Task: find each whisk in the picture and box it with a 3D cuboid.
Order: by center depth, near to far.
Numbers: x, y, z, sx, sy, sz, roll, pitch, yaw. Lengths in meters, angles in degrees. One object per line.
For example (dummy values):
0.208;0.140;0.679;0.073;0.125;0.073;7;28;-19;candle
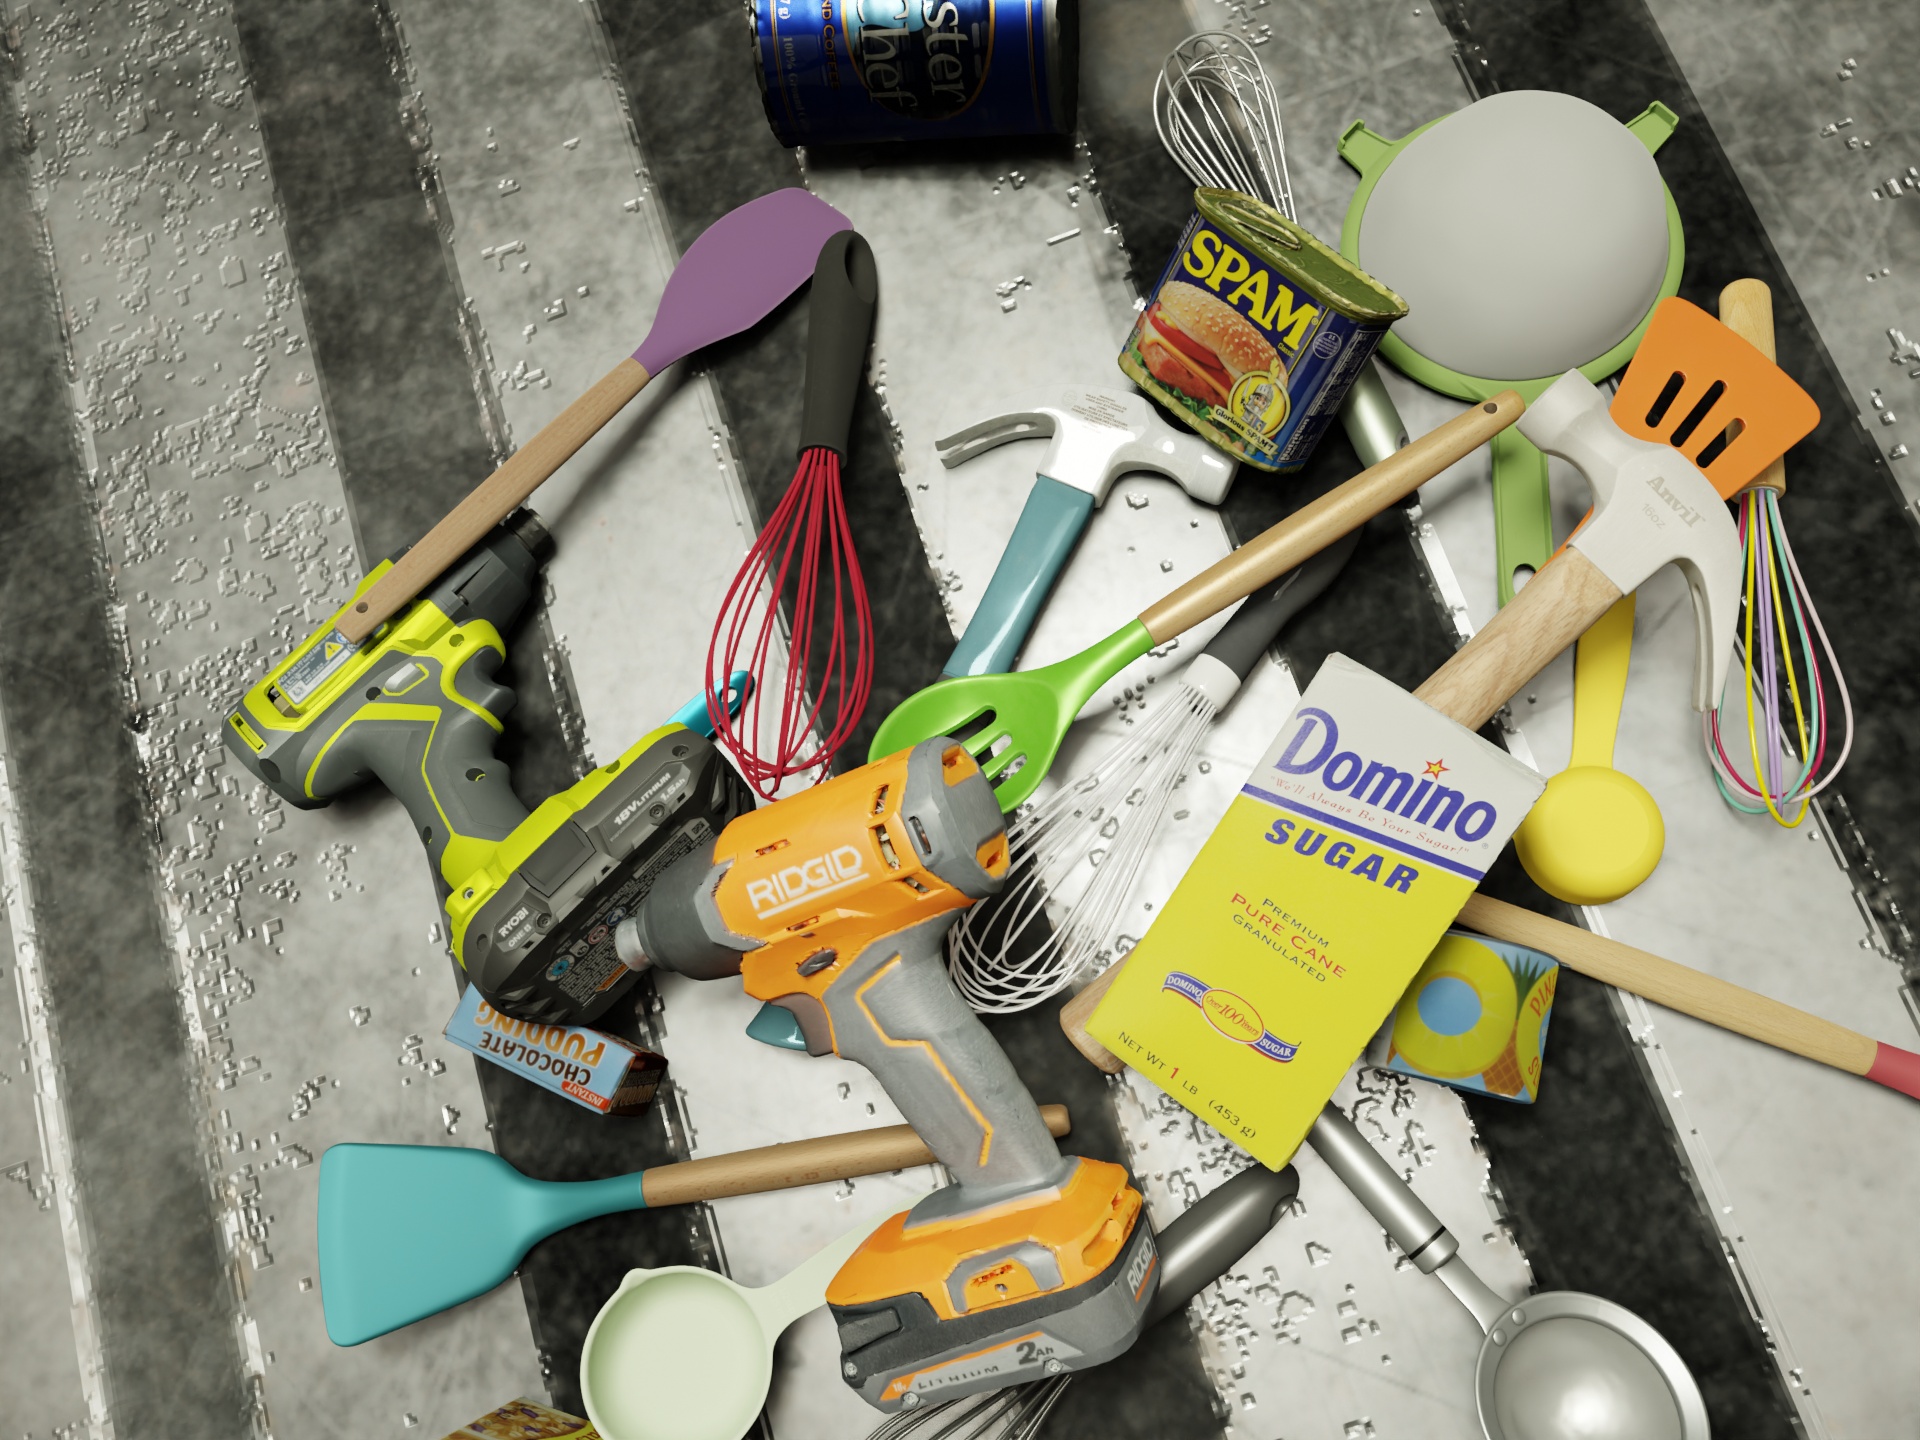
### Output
0.043;0.256;0.634;0.239;0.055;0.055;-38;74;-6;whisk
0.338;-0.074;0.671;0.047;0.051;0.245;8;73;-11;whisk
0.087;0.008;0.679;0.070;0.070;0.284;36;80;15;whisk
-0.065;-0.102;0.713;0.073;0.073;0.296;1;65;9;whisk
0.151;-0.210;0.729;0.059;0.057;0.246;-32;74;36;whisk

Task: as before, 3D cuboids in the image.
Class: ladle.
0.332;0.122;0.629;0.315;0.031;0.069;20;81;15;ladle

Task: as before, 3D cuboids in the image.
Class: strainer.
0.192;0.214;0.622;0.087;0.050;0.259;-31;66;-24;strainer
0.244;-0.170;0.688;0.151;0.069;0.256;0;75;9;strainer

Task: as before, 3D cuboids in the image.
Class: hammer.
0.169;0.024;0.638;0.331;0.031;0.130;-45;81;10;hammer
-0.001;-0.002;0.706;0.128;0.033;0.331;25;82;13;hammer

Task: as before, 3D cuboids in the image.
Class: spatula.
0.223;-0.032;0.661;0.081;0.041;0.322;40;98;5;spatula
-0.111;0.195;0.671;0.317;0.044;0.082;-11;72;5;spatula
-0.170;-0.149;0.742;0.060;0.018;0.316;36;70;16;spatula

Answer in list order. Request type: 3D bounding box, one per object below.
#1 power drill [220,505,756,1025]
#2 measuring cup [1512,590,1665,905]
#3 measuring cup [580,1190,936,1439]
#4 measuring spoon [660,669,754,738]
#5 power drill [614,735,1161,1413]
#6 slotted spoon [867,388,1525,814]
-0.200;0.010;0.698;0.223;0.080;0.171;39;78;27;power drill
0.269;-0.001;0.664;0.062;0.029;0.156;8;80;11;measuring cup
-0.076;0.244;0.664;0.167;0.038;0.083;-27;75;-15;measuring cup
-0.141;0.025;0.733;0.128;0.021;0.042;-44;65;-12;measuring spoon
-0.033;0.137;0.608;0.164;0.084;0.226;-22;90;20;power drill
0.101;-0.049;0.665;0.314;0.031;0.070;-32;61;1;slotted spoon
